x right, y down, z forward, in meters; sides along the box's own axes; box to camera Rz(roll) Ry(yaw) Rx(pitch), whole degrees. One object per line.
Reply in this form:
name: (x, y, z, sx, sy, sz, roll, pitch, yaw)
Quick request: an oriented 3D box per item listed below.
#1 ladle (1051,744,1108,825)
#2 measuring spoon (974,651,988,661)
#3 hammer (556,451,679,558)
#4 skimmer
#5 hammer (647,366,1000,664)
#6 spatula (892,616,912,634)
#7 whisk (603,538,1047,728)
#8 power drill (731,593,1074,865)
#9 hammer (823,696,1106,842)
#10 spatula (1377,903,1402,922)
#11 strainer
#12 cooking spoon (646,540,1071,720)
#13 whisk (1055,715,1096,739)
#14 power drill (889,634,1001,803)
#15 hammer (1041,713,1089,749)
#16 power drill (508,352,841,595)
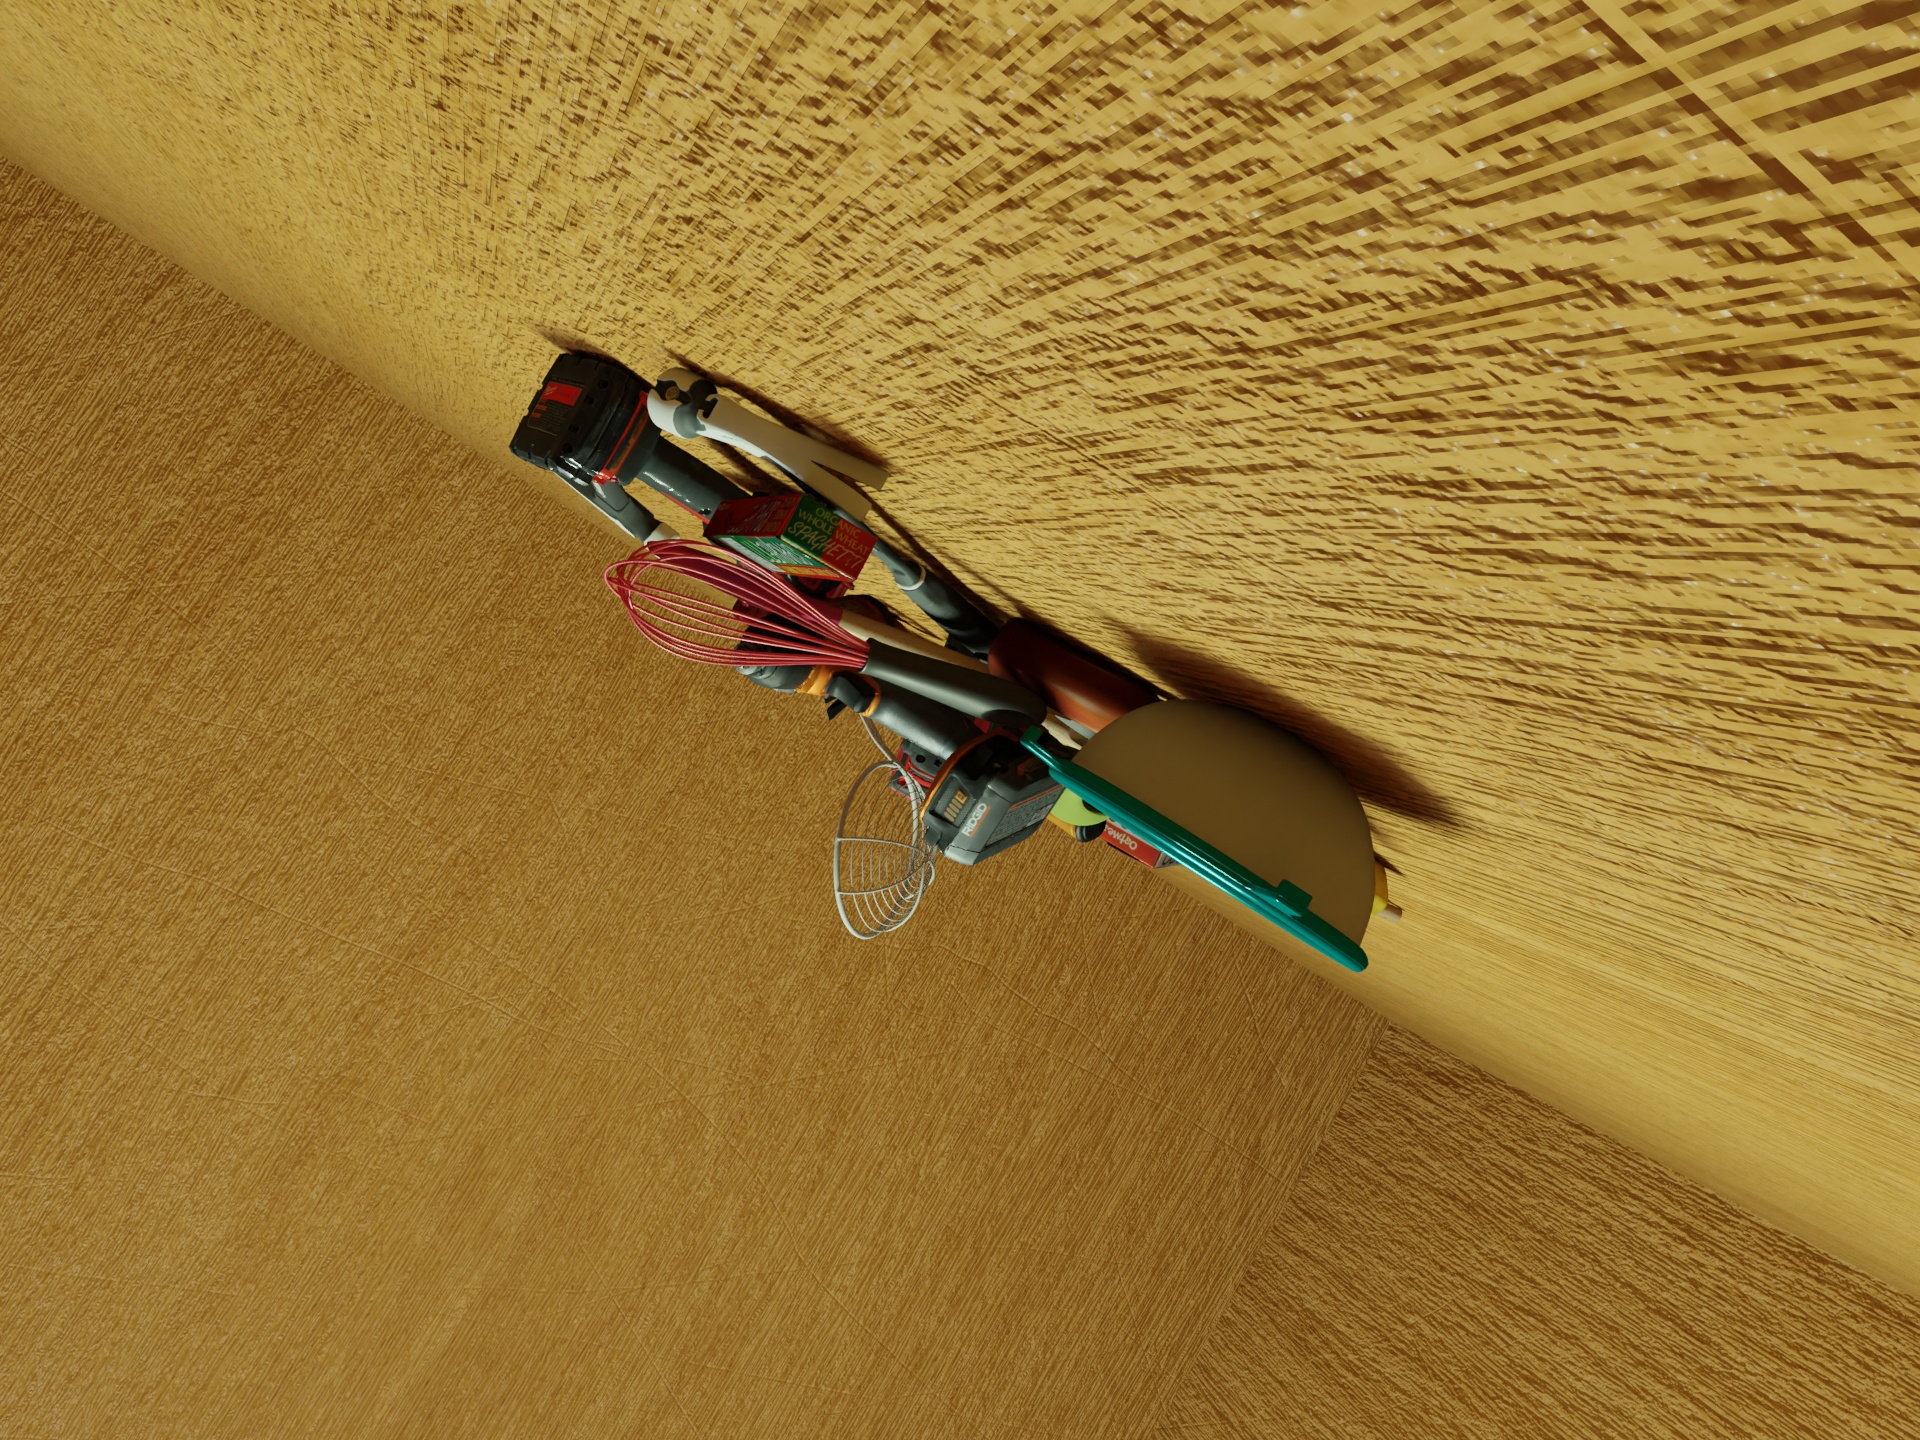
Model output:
ladle: (0.100, 0.036, 1.186, 0.078, 0.062, 0.320, 39, 172, 4)
measuring spoon: (0.063, -0.024, 1.119, 0.124, 0.018, 0.034, 17, 172, -23)
hammer: (-0.330, -0.235, 1.414, 0.146, 0.035, 0.334, 39, 172, 1)
skimmer: (-0.108, -0.007, 1.213, 0.364, 0.090, 0.127, 63, -173, 32)
hammer: (-0.035, -0.099, 1.023, 0.149, 0.036, 0.408, 28, 176, 29)
spatula: (-0.103, -0.096, 1.601, 0.081, 0.041, 0.323, 32, 178, -23)
whisk: (-0.077, -0.047, 0.987, 0.295, 0.073, 0.073, 18, -179, -20)
power drill: (-0.046, -0.003, 1.087, 0.227, 0.084, 0.164, 39, -156, 17)
hammer: (0.010, 0.024, 1.454, 0.337, 0.127, 0.034, 35, 143, 45)
spatula: (0.248, 0.110, 1.398, 0.316, 0.018, 0.060, 24, 175, -7)
strainer: (0.193, 0.069, 0.964, 0.211, 0.095, 0.340, 32, 180, 35)
cooking spoon: (-0.059, -0.059, 1.064, 0.318, 0.017, 0.069, 21, -167, -20)
whisk: (0.155, 0.038, 1.246, 0.239, 0.055, 0.055, 35, 177, 6)
power drill: (-0.002, -0.004, 1.310, 0.078, 0.143, 0.219, 23, 171, -5)
hammer: (0.086, 0.005, 1.488, 0.130, 0.031, 0.331, 33, 176, -27)
power drill: (-0.200, -0.168, 1.135, 0.226, 0.080, 0.188, 30, 178, -35)
